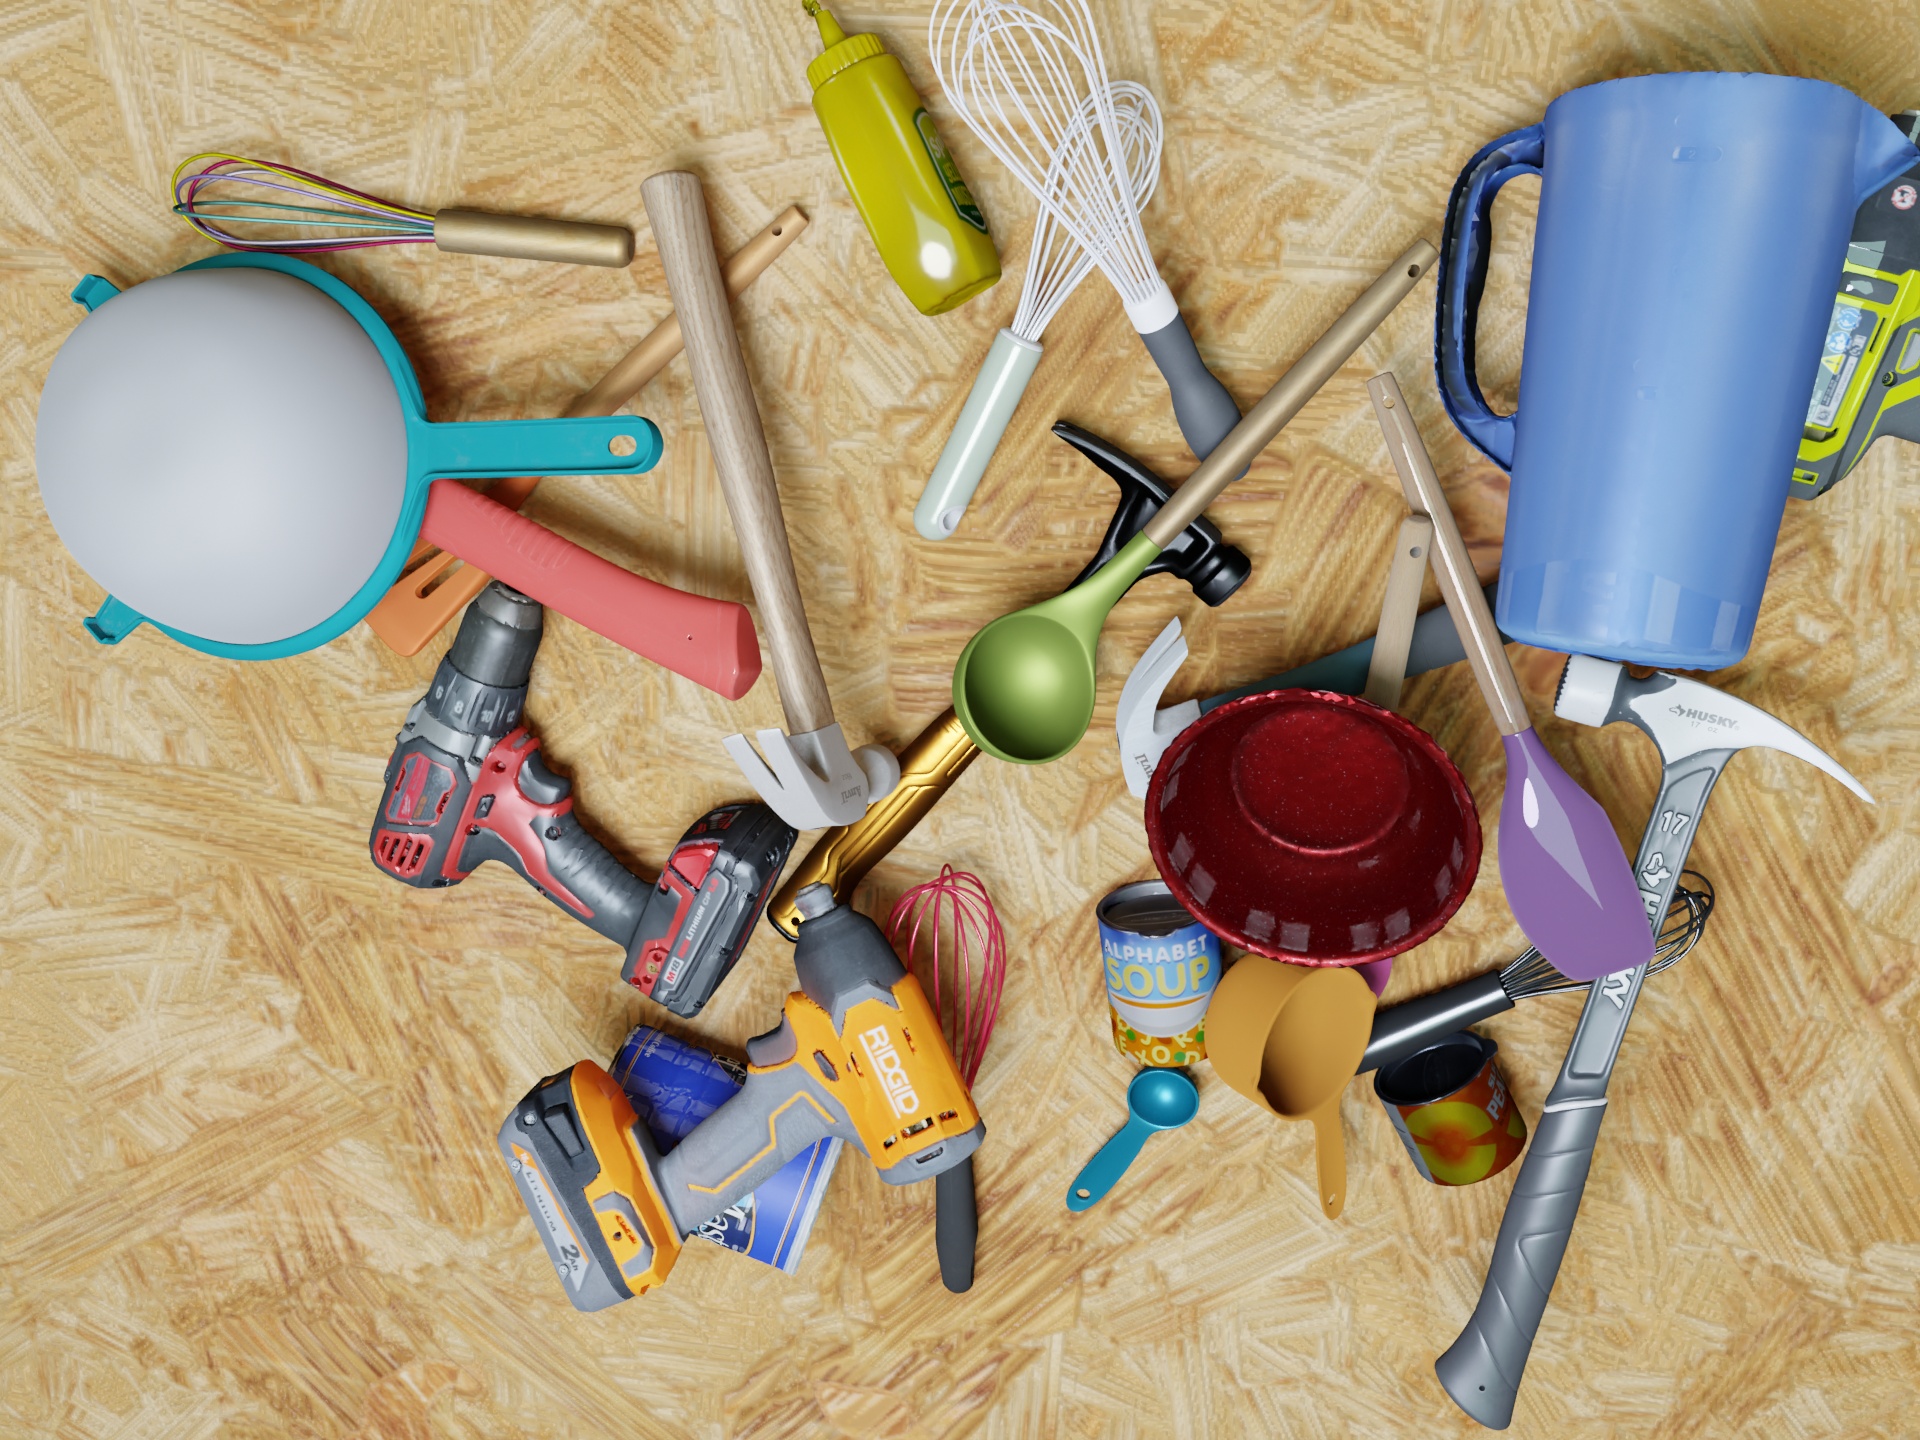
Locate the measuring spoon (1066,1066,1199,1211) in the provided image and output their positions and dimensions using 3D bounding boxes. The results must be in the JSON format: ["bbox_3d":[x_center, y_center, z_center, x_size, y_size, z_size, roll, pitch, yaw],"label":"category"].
[{"bbox_3d":[0.099,0.247,0.948,0.042,0.021,0.128,30,119,-3],"label":"measuring spoon"}]

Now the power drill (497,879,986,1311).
[{"bbox_3d":[-0.120,0.195,0.841,0.226,0.084,0.164,-24,91,-1],"label":"power drill"}]

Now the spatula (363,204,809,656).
[{"bbox_3d":[-0.204,-0.159,0.841,0.322,0.041,0.081,-38,86,16],"label":"spatula"}]

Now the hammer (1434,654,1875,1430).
[{"bbox_3d":[0.326,0.178,0.812,0.149,0.036,0.409,17,102,16],"label":"hammer"}]

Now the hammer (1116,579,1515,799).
[{"bbox_3d":[0.235,-0.037,0.811,0.331,0.033,0.128,-22,123,11],"label":"hammer"}]

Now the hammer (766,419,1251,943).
[{"bbox_3d":[-0.001,-0.003,0.867,0.127,0.034,0.337,40,109,-6],"label":"hammer"}]

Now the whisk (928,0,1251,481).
[{"bbox_3d":[0.075,-0.217,0.731,0.070,0.070,0.284,-26,128,15],"label":"whisk"}]

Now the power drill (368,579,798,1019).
[{"bbox_3d":[-0.209,0.044,0.893,0.226,0.080,0.188,27,110,2],"label":"power drill"}]

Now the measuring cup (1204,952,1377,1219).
[{"bbox_3d":[0.181,0.199,0.871,0.095,0.052,0.173,-29,122,-27],"label":"measuring cup"}]

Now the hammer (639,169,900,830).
[{"bbox_3d":[-0.103,-0.106,0.790,0.031,0.130,0.331,-13,95,20],"label":"hammer"}]

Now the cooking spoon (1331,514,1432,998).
[{"bbox_3d":[0.208,0.040,0.826,0.069,0.017,0.318,6,123,5],"label":"cooking spoon"}]

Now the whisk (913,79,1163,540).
[{"bbox_3d":[0.033,-0.198,0.796,0.059,0.057,0.246,42,117,30],"label":"whisk"}]

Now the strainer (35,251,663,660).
[{"bbox_3d":[-0.318,-0.133,0.773,0.340,0.095,0.211,1,94,15],"label":"strainer"}]

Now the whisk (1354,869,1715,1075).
[{"bbox_3d":[0.294,0.143,0.867,0.239,0.055,0.055,-29,102,20],"label":"whisk"}]

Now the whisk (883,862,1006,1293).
[{"bbox_3d":[-0.006,0.217,0.928,0.073,0.073,0.295,1,114,8],"label":"whisk"}]

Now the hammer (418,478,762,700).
[{"bbox_3d":[-0.267,-0.097,0.831,0.359,0.036,0.149,28,99,10],"label":"hammer"}]

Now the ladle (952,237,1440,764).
[{"bbox_3d":[0.114,-0.103,0.770,0.078,0.062,0.320,37,107,-19],"label":"ladle"}]

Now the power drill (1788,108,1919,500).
[{"bbox_3d":[0.481,-0.166,0.721,0.223,0.080,0.171,17,110,6],"label":"power drill"}]

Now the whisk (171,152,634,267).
[{"bbox_3d":[-0.291,-0.259,0.822,0.245,0.051,0.047,7,103,3],"label":"whisk"}]

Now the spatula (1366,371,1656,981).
[{"bbox_3d":[0.257,-0.018,0.769,0.060,0.018,0.316,-21,96,18],"label":"spatula"}]
